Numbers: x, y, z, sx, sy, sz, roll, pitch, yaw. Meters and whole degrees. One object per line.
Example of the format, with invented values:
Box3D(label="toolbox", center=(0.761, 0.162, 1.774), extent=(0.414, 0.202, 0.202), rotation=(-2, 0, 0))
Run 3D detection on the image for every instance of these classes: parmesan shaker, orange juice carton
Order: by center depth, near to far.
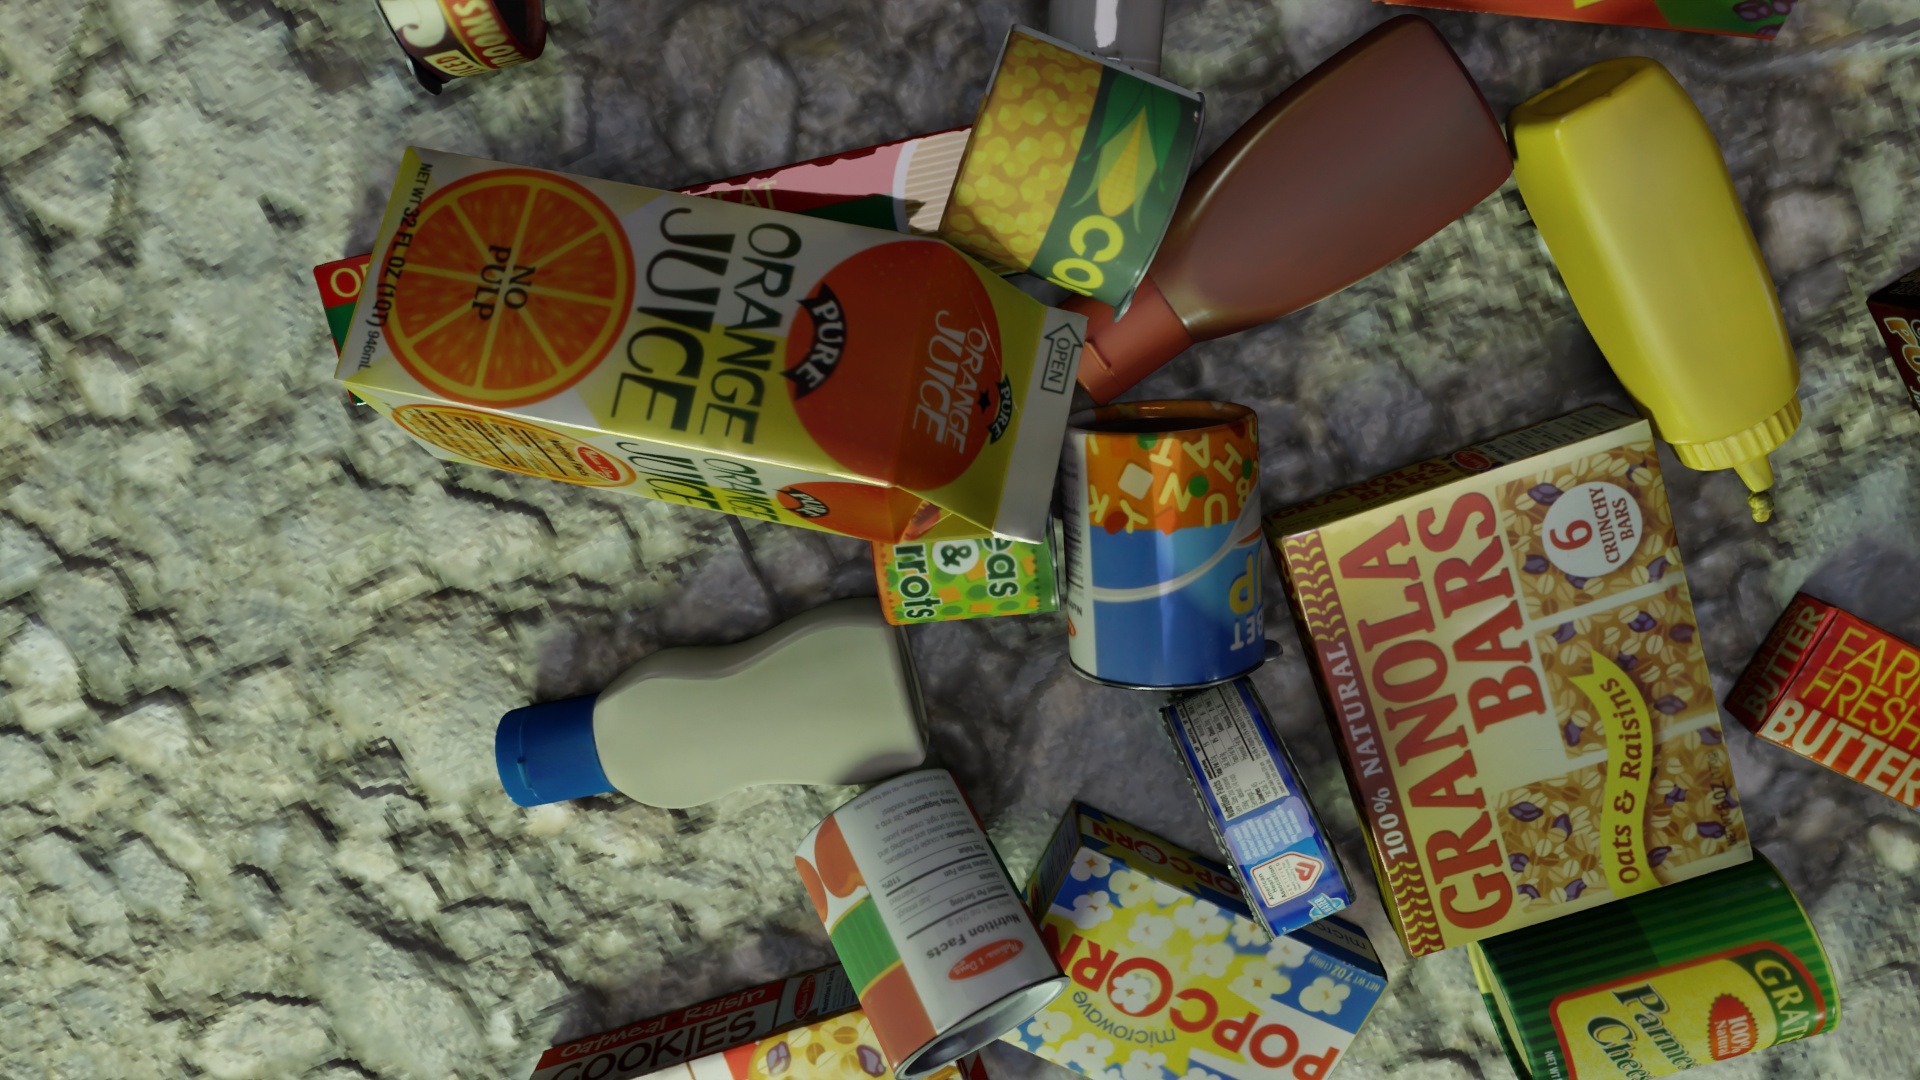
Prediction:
Box3D(label="orange juice carton", center=(-0.064, -0.049, 0.400), extent=(0.193, 0.073, 0.072), rotation=(11, 77, 2))
Box3D(label="parmesan shaker", center=(0.244, 0.158, 0.498), extent=(0.103, 0.071, 0.071), rotation=(-19, 104, 7))

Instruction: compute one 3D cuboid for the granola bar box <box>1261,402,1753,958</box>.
Box3D(label="granola bar box", center=(0.190, 0.050, 0.484), extent=(0.124, 0.039, 0.165), rotation=(-19, 104, 6))

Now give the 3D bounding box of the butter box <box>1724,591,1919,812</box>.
Box3D(label="butter box", center=(0.332, 0.063, 0.491), extent=(0.103, 0.024, 0.053), rotation=(25, 105, -5))

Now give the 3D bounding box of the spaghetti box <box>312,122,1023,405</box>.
Box3D(label="spaghetti box", center=(-0.088, -0.092, 0.460), extent=(0.250, 0.029, 0.050), rotation=(-11, 103, 4))

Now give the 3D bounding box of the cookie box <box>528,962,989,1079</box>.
Box3D(label="cookie box", center=(-0.070, 0.238, 0.540), extent=(0.167, 0.040, 0.122), rotation=(-18, 103, 6))

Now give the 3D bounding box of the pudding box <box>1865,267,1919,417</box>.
Box3D(label="pudding box", center=(0.336, -0.048, 0.449), extent=(0.030, 0.050, 0.083), rotation=(-31, 102, 11))

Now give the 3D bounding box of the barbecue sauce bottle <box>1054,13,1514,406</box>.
Box3D(label="barbecue sauce bottle", center=(0.096, -0.099, 0.446), extent=(0.148, 0.044, 0.065), rotation=(-34, 103, 10))

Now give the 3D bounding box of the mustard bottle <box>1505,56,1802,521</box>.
Box3D(label="mustard bottle", center=(0.228, -0.073, 0.441), extent=(0.049, 0.065, 0.160), rotation=(-30, 108, 13))

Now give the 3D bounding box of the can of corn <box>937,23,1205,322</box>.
Box3D(label="can of corn", center=(0.030, -0.106, 0.403), extent=(0.058, 0.071, 0.071), rotation=(19, 105, -7))

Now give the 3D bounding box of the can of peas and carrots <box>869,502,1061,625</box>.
Box3D(label="can of peas and carrots", center=(0.002, -0.006, 0.459), extent=(0.059, 0.071, 0.070), rotation=(-6, 105, 4))

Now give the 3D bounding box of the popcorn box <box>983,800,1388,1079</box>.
Box3D(label="popcorn box", center=(0.081, 0.163, 0.517), extent=(0.127, 0.038, 0.085), rotation=(25, 104, -5))

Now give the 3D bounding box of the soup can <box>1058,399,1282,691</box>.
Box3D(label="soup can", center=(0.070, -0.001, 0.460), extent=(0.071, 0.071, 0.083), rotation=(-4, 104, 3))

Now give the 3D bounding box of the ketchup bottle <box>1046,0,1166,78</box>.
Box3D(label="ketchup bottle", center=(0.048, -0.211, 0.418), extent=(0.065, 0.044, 0.148), rotation=(5, 105, 3))

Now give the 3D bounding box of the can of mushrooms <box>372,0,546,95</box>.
Box3D(label="can of mushrooms", center=(-0.153, -0.173, 0.421), extent=(0.033, 0.071, 0.071), rotation=(-12, 104, 3))

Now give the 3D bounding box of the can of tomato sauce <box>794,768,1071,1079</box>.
Box3D(label="can of tomato sauce", center=(-0.012, 0.132, 0.481), extent=(0.071, 0.071, 0.083), rotation=(-36, 64, 10))

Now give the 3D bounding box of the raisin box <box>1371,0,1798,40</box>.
Box3D(label="raisin box", center=(0.190, -0.195, 0.399), extent=(0.123, 0.040, 0.085), rotation=(6, 147, 0))

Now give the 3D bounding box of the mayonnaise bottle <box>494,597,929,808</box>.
Box3D(label="mayonnaise bottle", center=(-0.089, 0.064, 0.496), extent=(0.148, 0.041, 0.064), rotation=(-12, 104, 6))
